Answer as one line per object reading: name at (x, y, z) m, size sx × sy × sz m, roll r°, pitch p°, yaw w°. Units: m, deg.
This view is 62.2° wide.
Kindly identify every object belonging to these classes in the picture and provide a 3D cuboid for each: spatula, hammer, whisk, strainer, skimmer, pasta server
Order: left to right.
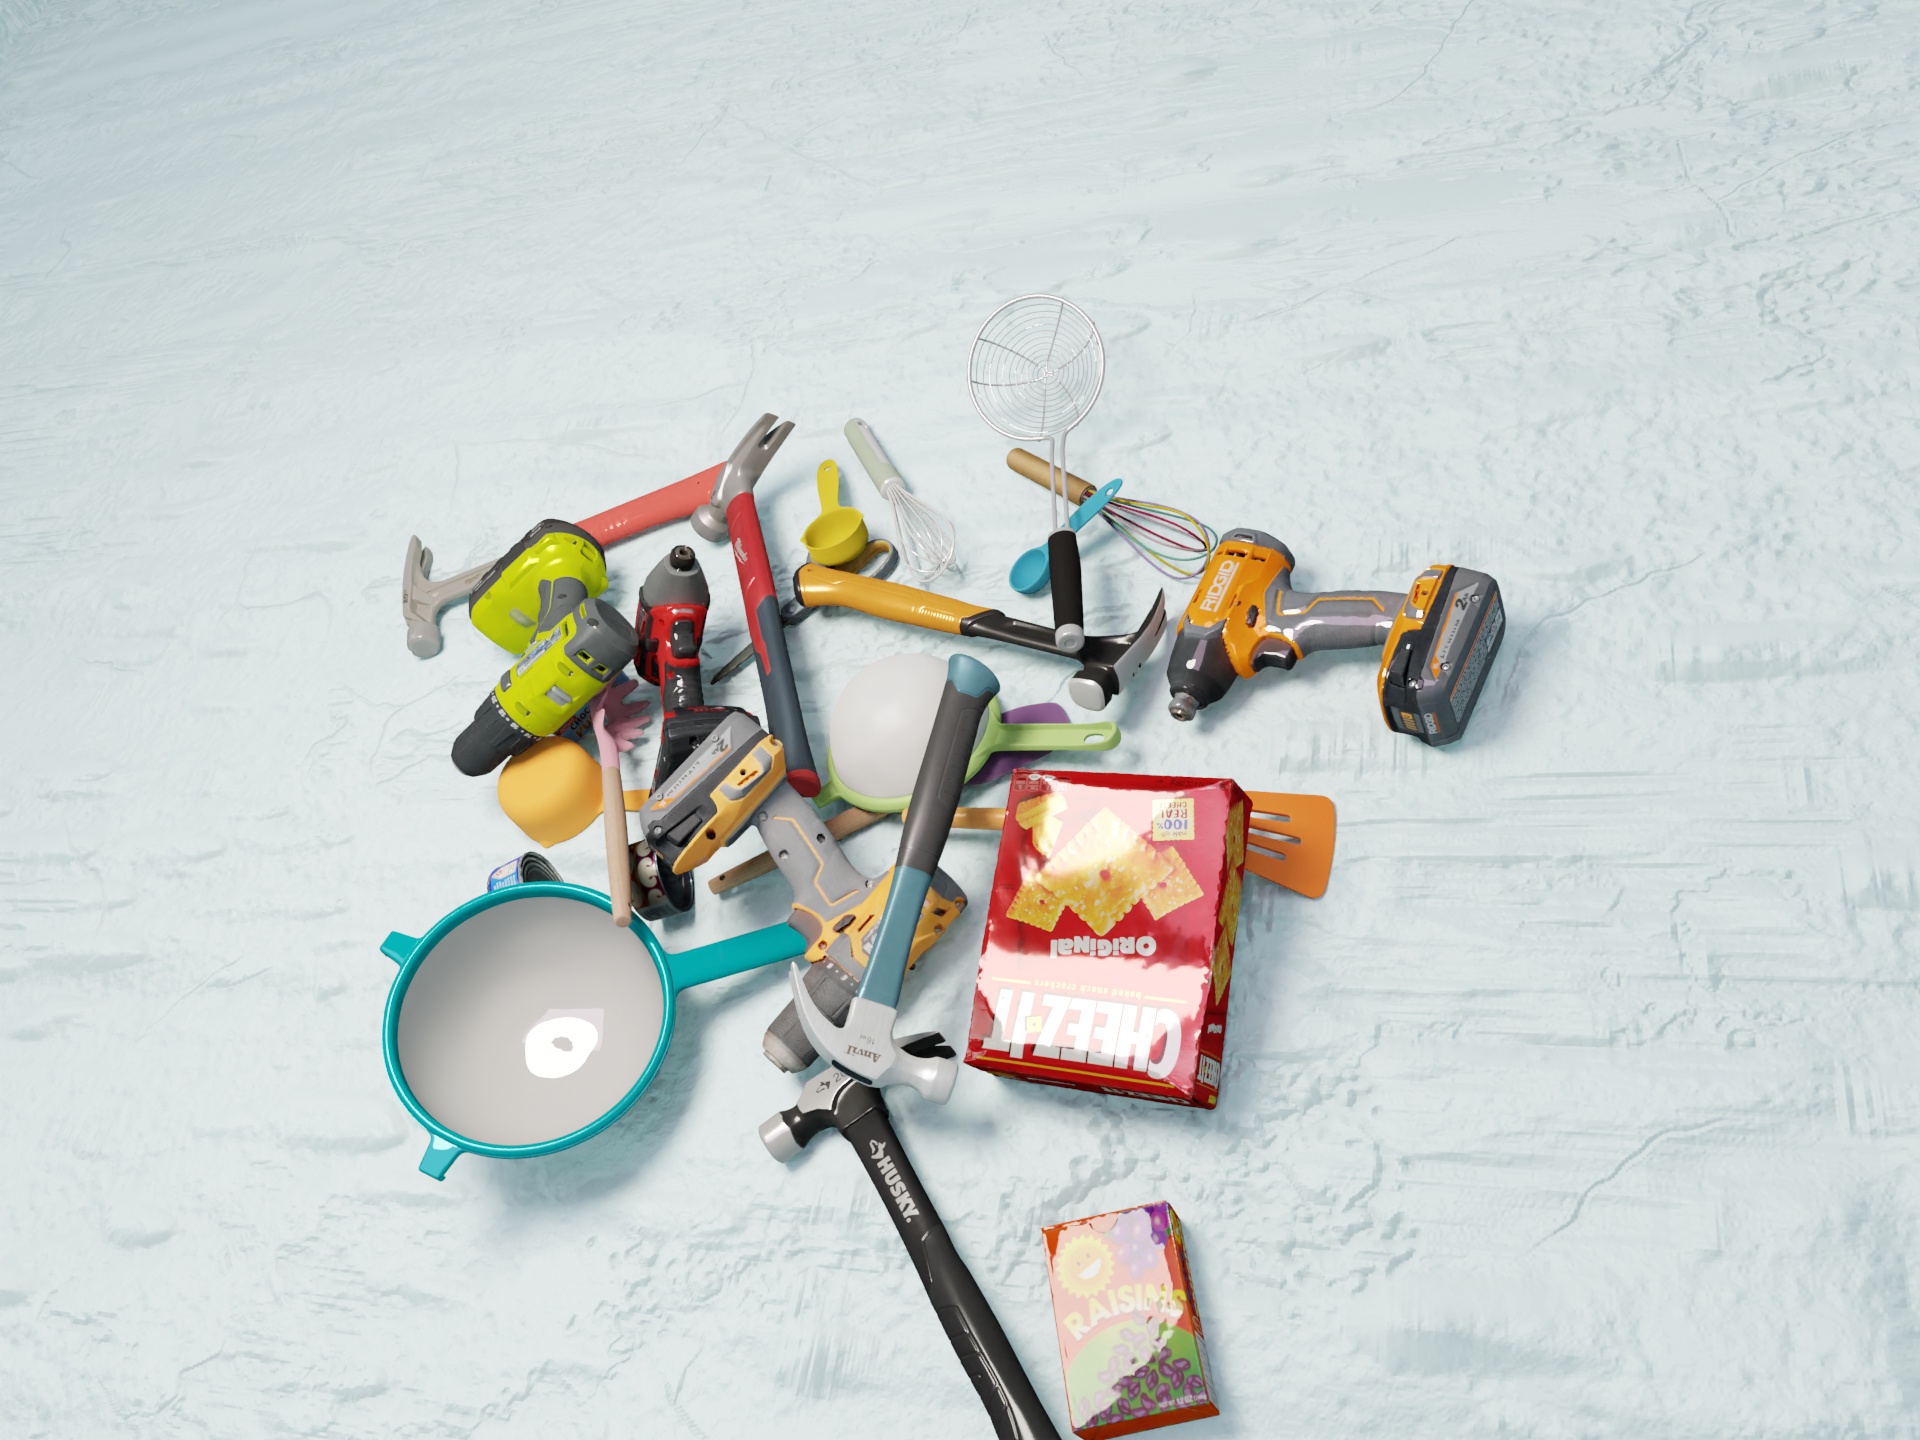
hammer at (-0.385, -0.181, 1.561) m, size 0.359 × 0.036 × 0.149 m, roll -20°, pitch 52°, yaw 9°
pasta server at (-0.276, 0.055, 1.291) m, size 0.040 × 0.060 × 0.317 m, roll -29°, pitch 37°, yaw 6°
strainer at (-0.256, 0.218, 1.209) m, size 0.340 × 0.095 × 0.211 m, roll -15°, pitch 61°, yaw -13°
hammer at (-0.159, -0.097, 1.352) m, size 0.143 × 0.038 × 0.387 m, roll -49°, pitch 41°, yaw 32°
spatula at (-0.058, 0.064, 1.266) m, size 0.316 × 0.018 × 0.060 m, roll -26°, pitch 48°, yaw 3°
whisk at (-0.058, -0.205, 1.435) m, size 0.059 × 0.057 × 0.247 m, roll -52°, pitch 43°, yaw 22°
hammer at (-0.028, 0.097, 1.132) m, size 0.128 × 0.033 × 0.331 m, roll 17°, pitch 61°, yaw -2°
hammer at (-0.011, 0.343, 1.021) m, size 0.146 × 0.035 × 0.335 m, roll -35°, pitch 45°, yaw -3°
strainer at (-0.002, -0.004, 1.238) m, size 0.256 × 0.069 × 0.152 m, roll 0°, pitch 49°, yaw 29°
hammer at (0.003, -0.090, 1.314) m, size 0.337 × 0.034 × 0.127 m, roll 15°, pitch 46°, yaw 31°
skimmer at (0.067, -0.211, 1.308) m, size 0.127 × 0.090 × 0.364 m, roll -19°, pitch 45°, yaw 20°
whisk at (0.124, -0.186, 1.347) m, size 0.051 × 0.047 × 0.245 m, roll -46°, pitch 49°, yaw -10°
spatula at (0.108, 0.080, 1.169) m, size 0.323 × 0.041 × 0.081 m, roll 0°, pitch 59°, yaw 23°

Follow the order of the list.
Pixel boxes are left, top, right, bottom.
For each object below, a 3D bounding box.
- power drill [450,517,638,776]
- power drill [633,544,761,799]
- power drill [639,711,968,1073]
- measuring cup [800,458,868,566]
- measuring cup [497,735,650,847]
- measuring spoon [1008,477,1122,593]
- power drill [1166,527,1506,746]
power drill at (-0.379, -0.065, 1.410) m, size 0.190 × 0.080 × 0.229 m, roll -41°, pitch 36°, yaw 11°
power drill at (-0.228, -0.034, 1.327) m, size 0.078 × 0.143 × 0.220 m, roll -2°, pitch 49°, yaw -22°
power drill at (-0.134, 0.128, 1.167) m, size 0.226 × 0.084 × 0.185 m, roll 41°, pitch 75°, yaw 4°
measuring cup at (-0.114, -0.191, 1.448) m, size 0.062 × 0.029 × 0.157 m, roll -21°, pitch 37°, yaw 9°
measuring cup at (-0.318, 0.056, 1.357) m, size 0.174 × 0.052 × 0.095 m, roll -1°, pitch 57°, yaw 25°
measuring spoon at (0.093, -0.152, 1.329) m, size 0.128 × 0.021 × 0.042 m, roll -44°, pitch 38°, yaw 14°
power drill at (0.265, -0.053, 1.174) m, size 0.227 × 0.084 × 0.164 m, roll 14°, pitch 65°, yaw 35°
